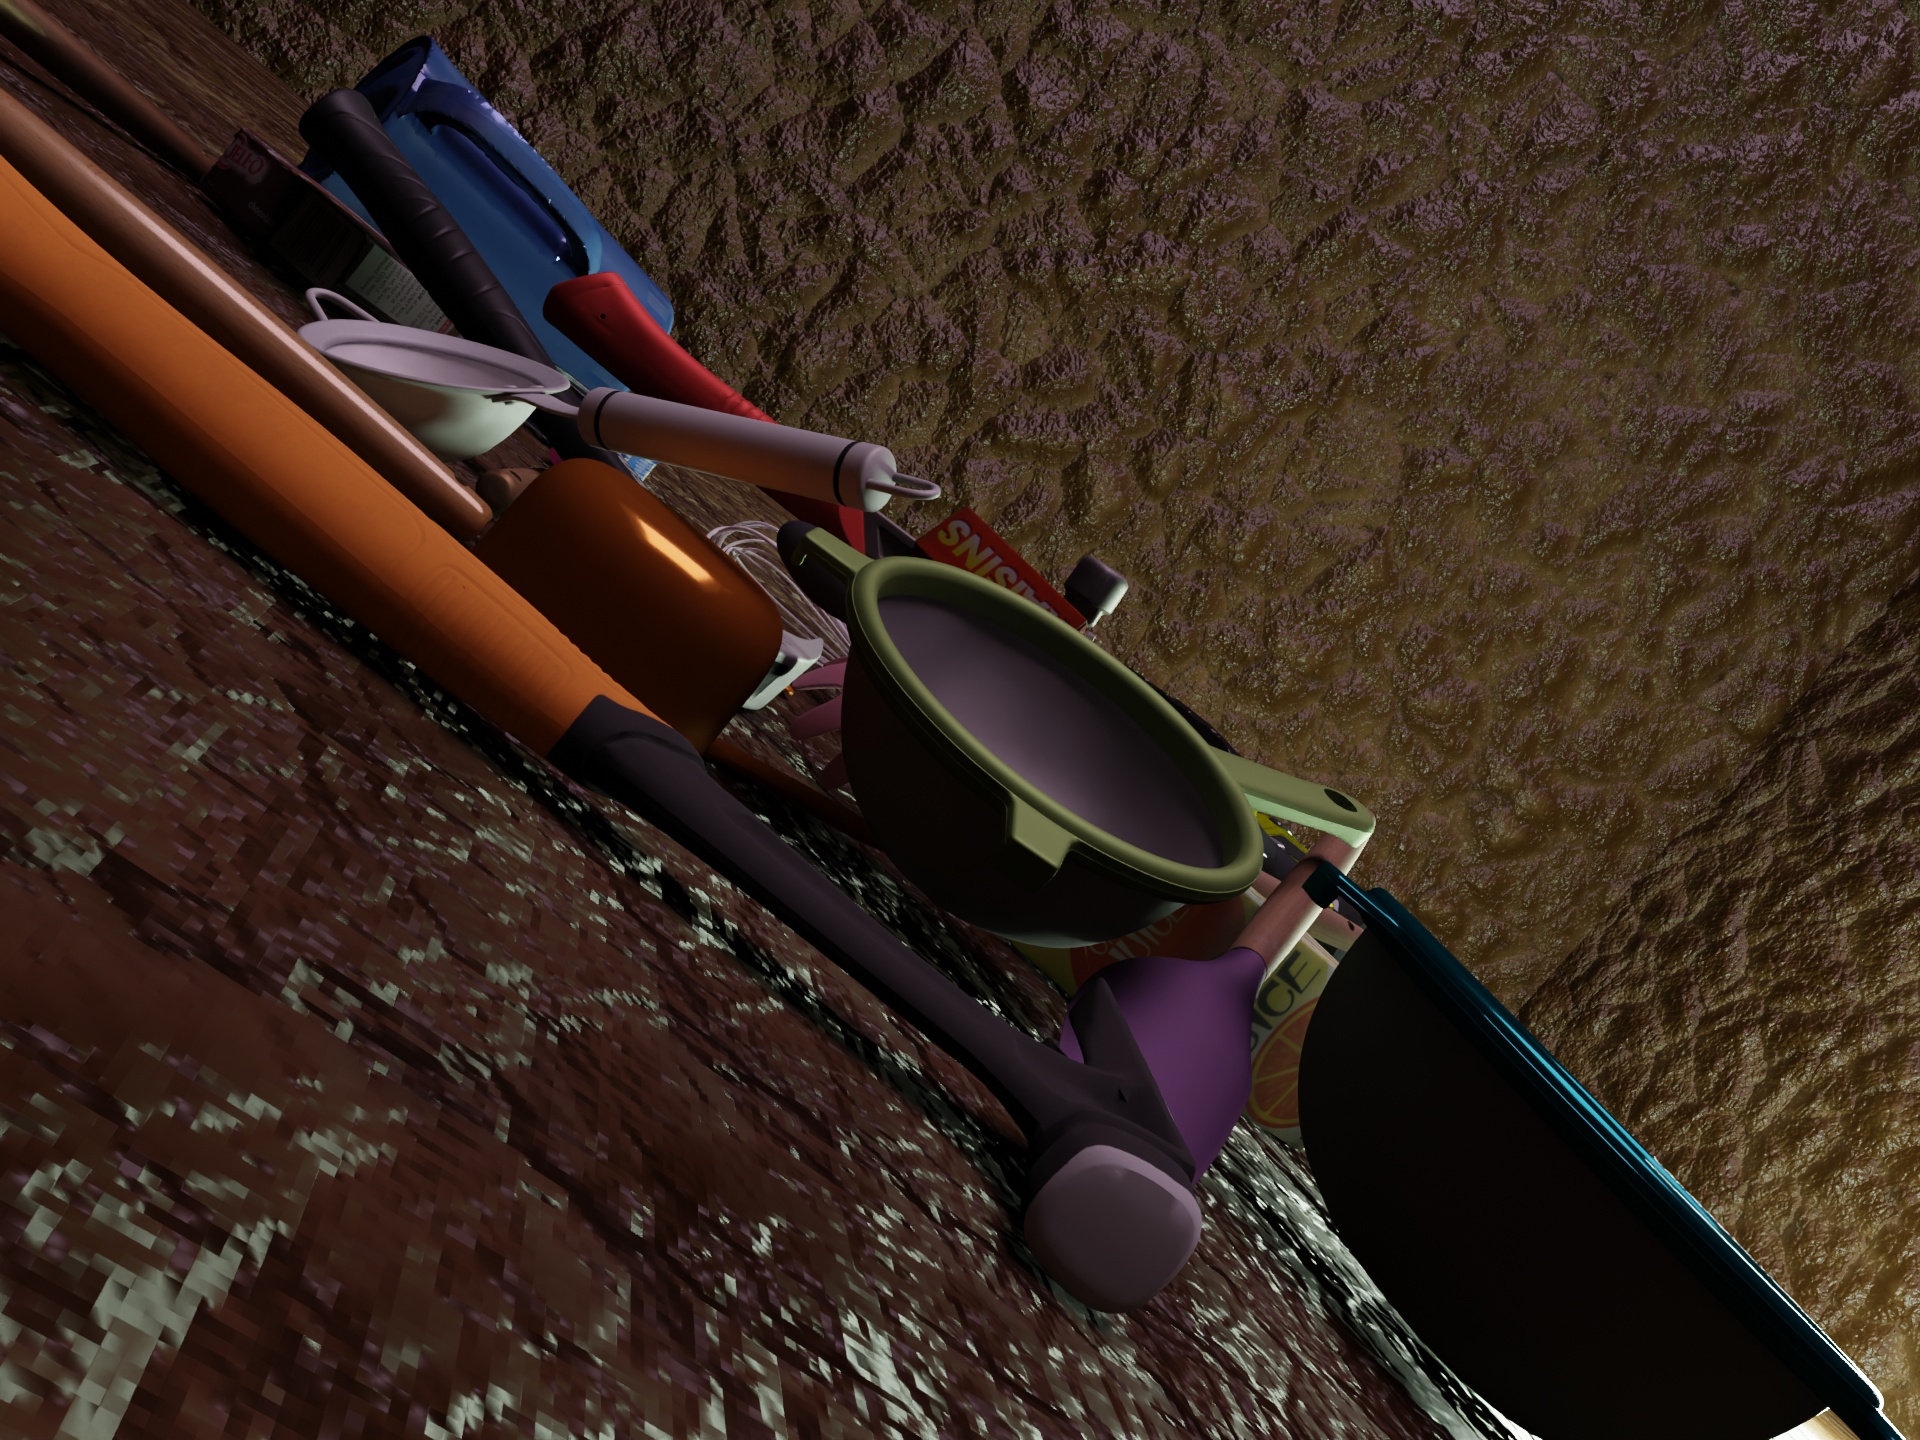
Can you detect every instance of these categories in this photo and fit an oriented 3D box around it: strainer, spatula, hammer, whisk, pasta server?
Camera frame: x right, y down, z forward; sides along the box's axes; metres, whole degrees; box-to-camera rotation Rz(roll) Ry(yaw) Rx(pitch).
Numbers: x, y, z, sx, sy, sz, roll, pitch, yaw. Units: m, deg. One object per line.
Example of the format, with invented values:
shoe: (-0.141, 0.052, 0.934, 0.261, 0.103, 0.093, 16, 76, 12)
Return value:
strainer: (0.212, 0.202, 0.484, 0.341, 0.095, 0.210, 52, 10, 36)
spatula: (0.103, 0.074, 0.547, 0.060, 0.018, 0.316, 49, 28, 9)
hammer: (-0.088, -0.009, 0.343, 0.337, 0.034, 0.127, 40, 5, -7)
whisk: (-0.042, -0.015, 0.829, 0.246, 0.057, 0.059, 44, 38, 5)
whisk: (-0.002, -0.002, 0.753, 0.285, 0.070, 0.070, 47, 6, 23)
hammer: (-0.090, -0.122, 0.891, 0.359, 0.149, 0.036, 37, 3, 2)
hammer: (-0.168, -0.136, 0.632, 0.335, 0.035, 0.146, 51, 4, 19)
pasta server: (0.066, 0.047, 0.663, 0.316, 0.040, 0.060, 27, 47, -35)
strainer: (-0.117, -0.093, 0.497, 0.258, 0.050, 0.087, 17, 18, 28)
strainer: (0.050, 0.031, 0.526, 0.256, 0.069, 0.152, 17, 29, -44)
spatula: (-0.397, -0.285, 0.592, 0.082, 0.044, 0.317, 42, -1, 22)

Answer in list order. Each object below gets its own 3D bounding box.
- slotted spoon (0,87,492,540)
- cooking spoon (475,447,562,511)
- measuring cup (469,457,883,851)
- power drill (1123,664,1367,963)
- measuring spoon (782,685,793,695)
slotted spoon: (-0.259, -0.158, 0.442, 0.313, 0.031, 0.070, 41, 4, -15)
cooking spoon: (-0.172, -0.103, 0.707, 0.068, 0.017, 0.319, 44, 4, -9)
measuring cup: (-0.066, -0.015, 0.481, 0.173, 0.052, 0.095, 35, 6, -35)
power drill: (0.149, 0.060, 0.973, 0.228, 0.080, 0.191, 39, 3, -46)
measuring spoon: (-0.103, -0.043, 0.744, 0.021, 0.011, 0.117, 37, 5, -44)
